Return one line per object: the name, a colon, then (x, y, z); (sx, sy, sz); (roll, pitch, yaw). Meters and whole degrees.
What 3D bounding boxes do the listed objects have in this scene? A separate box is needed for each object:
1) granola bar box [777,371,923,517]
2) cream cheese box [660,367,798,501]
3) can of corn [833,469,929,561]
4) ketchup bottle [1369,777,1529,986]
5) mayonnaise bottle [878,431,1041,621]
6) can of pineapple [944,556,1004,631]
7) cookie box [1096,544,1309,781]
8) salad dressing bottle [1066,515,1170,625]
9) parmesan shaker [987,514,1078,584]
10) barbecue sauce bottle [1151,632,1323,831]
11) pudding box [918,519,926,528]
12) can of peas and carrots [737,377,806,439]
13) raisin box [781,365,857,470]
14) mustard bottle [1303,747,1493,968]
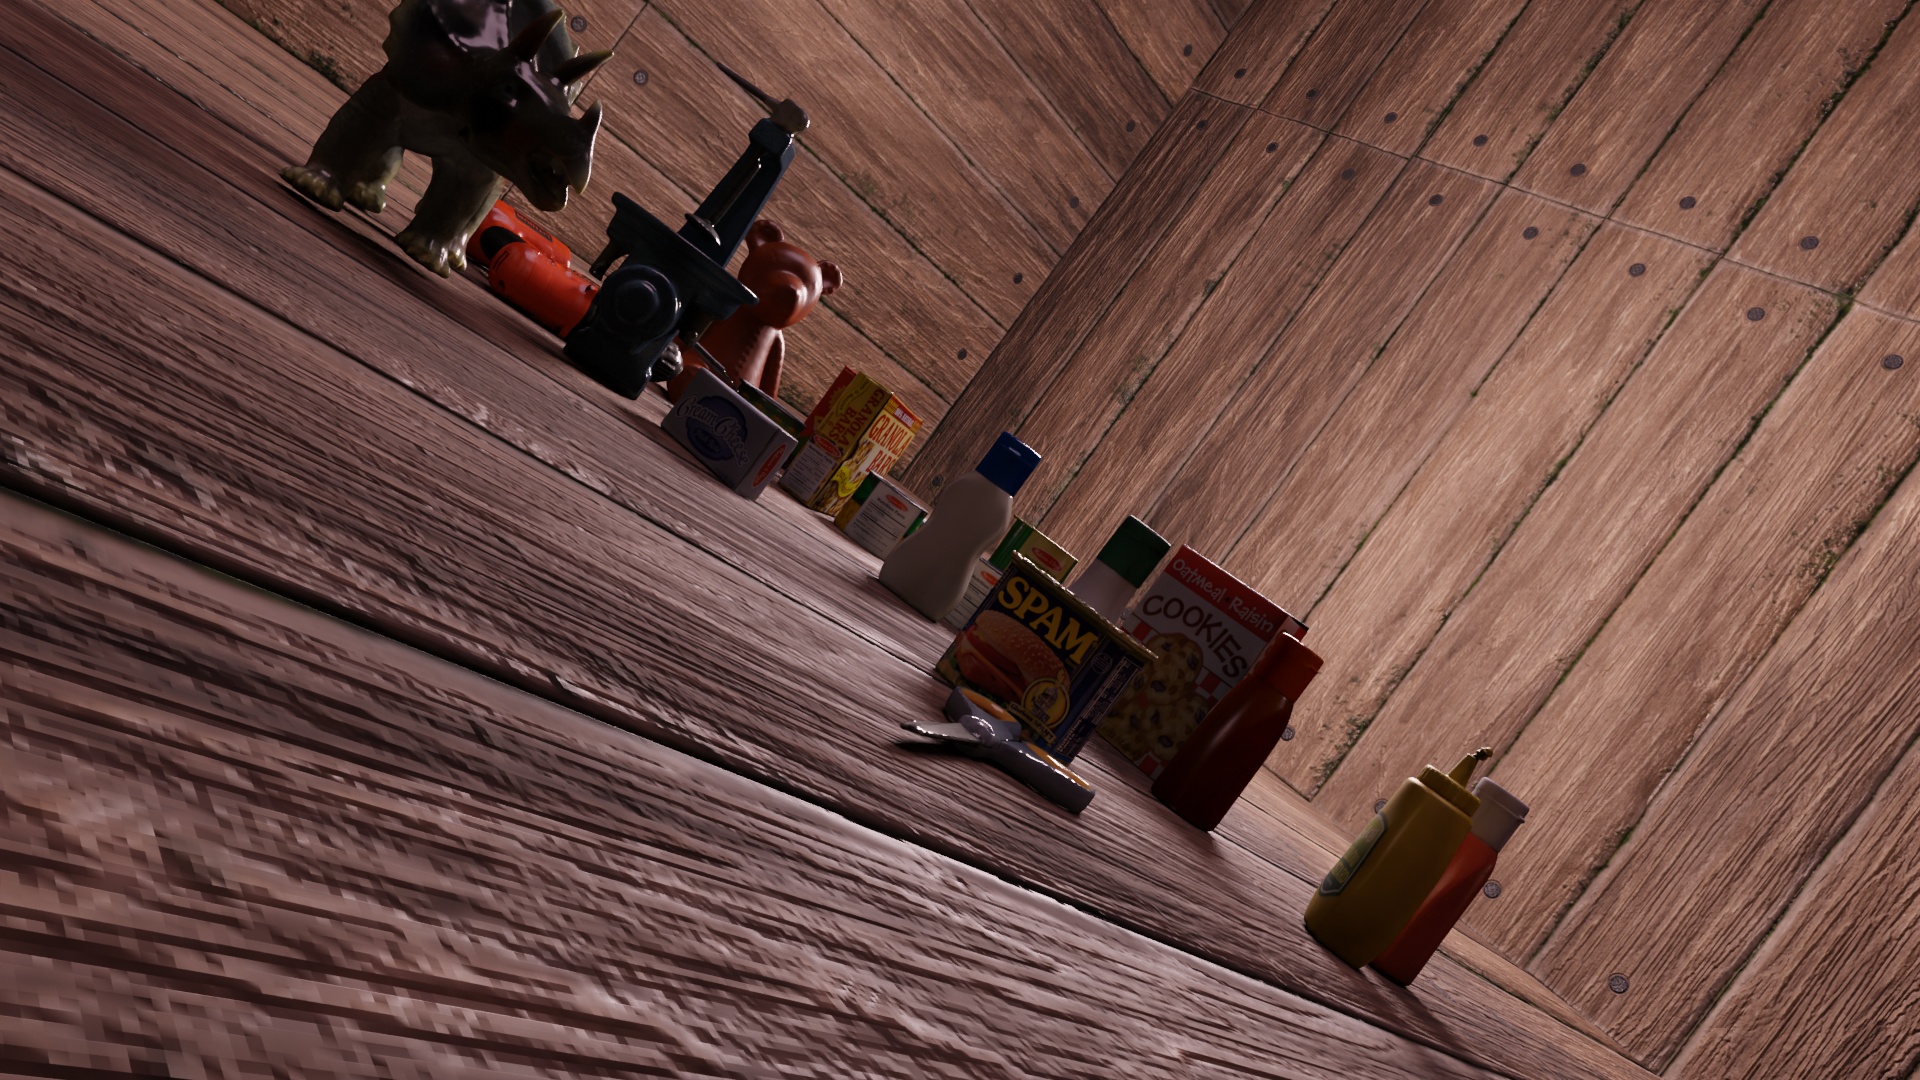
granola bar box: (-0.097, -0.082, 1.277); (0.039, 0.124, 0.165); (37, 2, 9)
cream cheese box: (-0.164, -0.076, 0.975); (0.104, 0.053, 0.024); (38, 2, 36)
can of corn: (-0.071, -0.021, 1.247); (0.071, 0.058, 0.071); (37, 2, -1)
ketchup bottle: (0.328, 0.231, 0.944); (0.043, 0.149, 0.064); (38, 2, 42)
mayonnaise bottle: (0.004, -0.013, 1.050); (0.065, 0.148, 0.041); (37, 1, 6)
can of pineapple: (0.018, 0.049, 1.151); (0.071, 0.058, 0.071); (37, 2, -1)
cookie box: (0.179, 0.102, 1.116); (0.123, 0.167, 0.040); (38, 2, 44)
salad dressing bottle: (0.084, 0.051, 0.943); (0.064, 0.147, 0.044); (36, 2, -40)
parmesan shaker: (0.045, 0.038, 1.215); (0.071, 0.103, 0.071); (37, 1, -1)
barbecue sauce bottle: (0.201, 0.135, 0.991); (0.065, 0.148, 0.044); (35, 2, -44)
pudding box: (-0.024, 0.017, 1.307); (0.083, 0.049, 0.030); (36, 1, -9)
can of peas and carrots: (-0.174, -0.094, 1.162); (0.071, 0.058, 0.071); (37, 2, -1)
raisin box: (-0.119, -0.104, 1.426); (0.086, 0.123, 0.040); (37, 1, 4)
mustard bottle: (0.280, 0.191, 0.874); (0.049, 0.160, 0.065); (37, 1, 3)
